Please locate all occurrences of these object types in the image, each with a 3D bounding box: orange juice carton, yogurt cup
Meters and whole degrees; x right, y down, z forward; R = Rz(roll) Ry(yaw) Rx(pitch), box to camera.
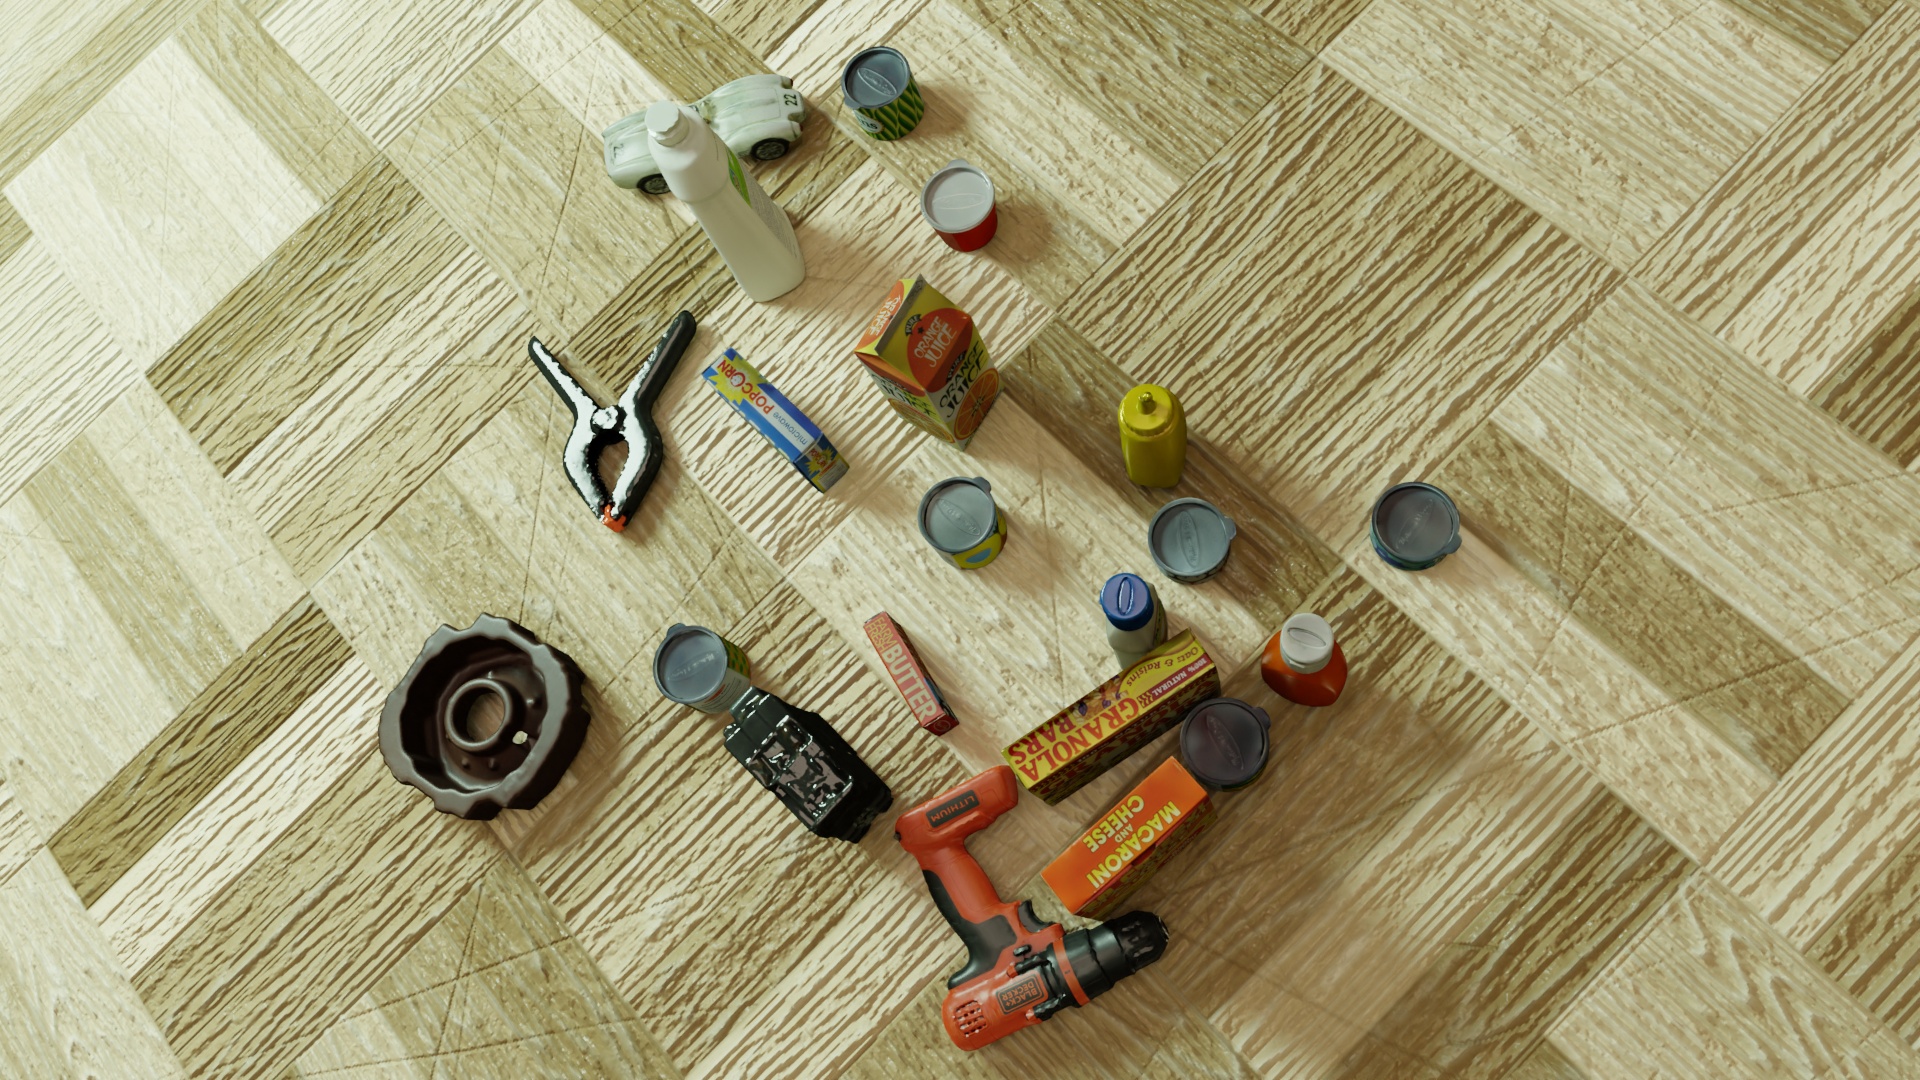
[{"bbox_3d":[-0.028,-0.148,1.139,0.073,0.192,0.072,29,82,19],"label":"orange juice carton"},{"bbox_3d":[0.002,-0.296,1.252,0.072,0.054,0.072,-3,73,11],"label":"yogurt cup"}]

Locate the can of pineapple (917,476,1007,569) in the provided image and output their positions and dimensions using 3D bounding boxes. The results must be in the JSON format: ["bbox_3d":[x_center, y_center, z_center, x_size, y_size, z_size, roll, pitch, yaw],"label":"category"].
[{"bbox_3d":[0.004,-0.015,1.164,0.071,0.057,0.071,-3,73,11],"label":"can of pineapple"}]

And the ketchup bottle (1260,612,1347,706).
[{"bbox_3d":[0.255,0.088,1.029,0.065,0.148,0.043,21,79,17],"label":"ketchup bottle"}]

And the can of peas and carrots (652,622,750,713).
[{"bbox_3d":[-0.219,0.108,1.175,0.071,0.058,0.071,-3,73,11],"label":"can of peas and carrots"}]

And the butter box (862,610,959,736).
[{"bbox_3d":[-0.041,0.110,1.138,0.024,0.053,0.104,-33,70,2],"label":"butter box"}]

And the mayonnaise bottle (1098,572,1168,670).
[{"bbox_3d":[0.134,0.060,1.065,0.041,0.148,0.065,4,75,14],"label":"mayonnaise bottle"}]

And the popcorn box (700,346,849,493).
[{"bbox_3d":[-0.160,-0.104,1.212,0.038,0.085,0.127,-46,70,-3],"label":"popcorn box"}]

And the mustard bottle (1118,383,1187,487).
[{"bbox_3d":[0.152,-0.090,1.100,0.049,0.160,0.065,6,75,14],"label":"mustard bottle"}]

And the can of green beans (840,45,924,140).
[{"bbox_3d":[-0.072,-0.418,1.303,0.071,0.057,0.071,-3,73,11],"label":"can of green beans"}]

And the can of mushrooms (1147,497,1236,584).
[{"bbox_3d":[0.189,0.001,1.132,0.071,0.033,0.071,-3,73,11],"label":"can of mushrooms"}]

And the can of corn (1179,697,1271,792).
[{"bbox_3d":[0.206,0.157,1.067,0.071,0.058,0.071,-3,73,11],"label":"can of corn"}]

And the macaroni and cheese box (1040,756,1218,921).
[{"bbox_3d":[0.127,0.220,1.008,0.124,0.166,0.040,-41,70,-2],"label":"macaroni and cheese box"}]

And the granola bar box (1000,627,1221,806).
[{"bbox_3d":[0.119,0.138,1.057,0.165,0.124,0.039,-34,70,1],"label":"granola bar box"}]

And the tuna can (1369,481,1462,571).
[{"bbox_3d":[0.360,-0.009,1.098,0.071,0.032,0.071,-3,73,11],"label":"tuna can"}]
